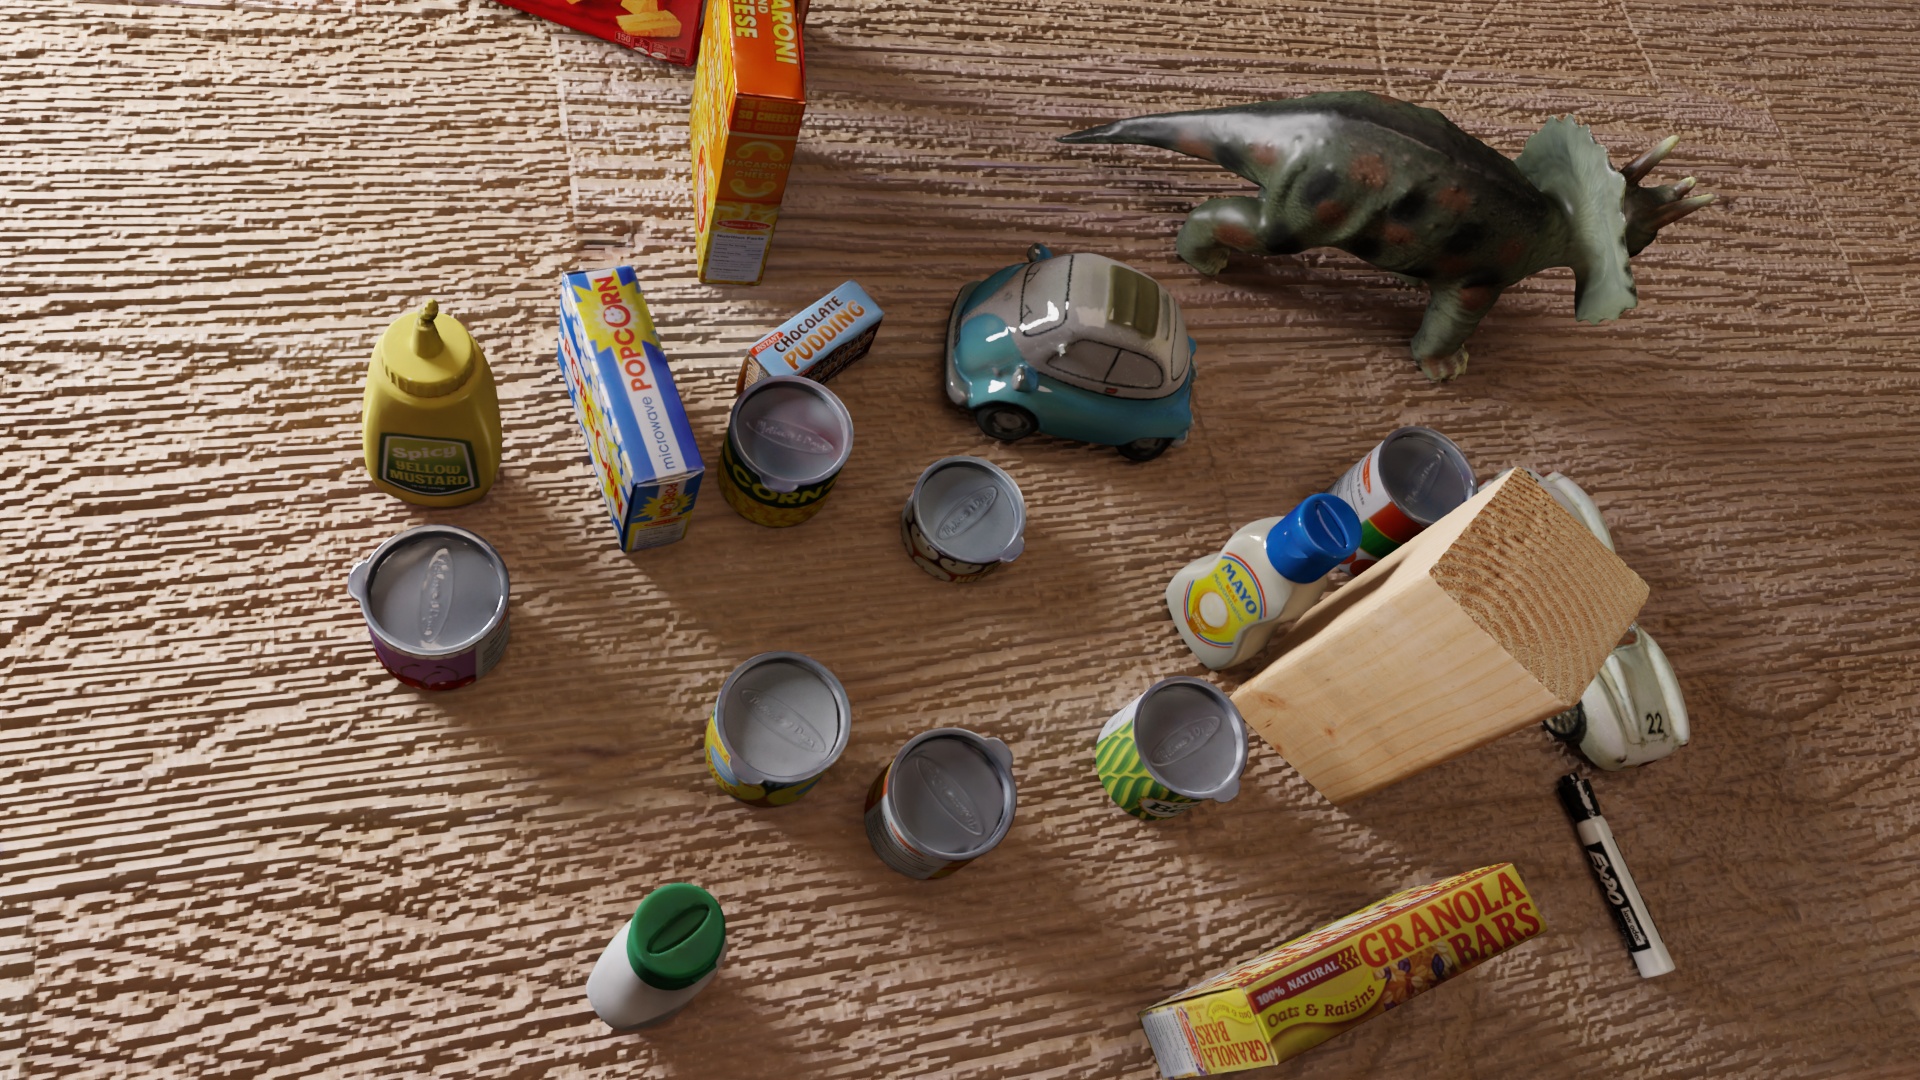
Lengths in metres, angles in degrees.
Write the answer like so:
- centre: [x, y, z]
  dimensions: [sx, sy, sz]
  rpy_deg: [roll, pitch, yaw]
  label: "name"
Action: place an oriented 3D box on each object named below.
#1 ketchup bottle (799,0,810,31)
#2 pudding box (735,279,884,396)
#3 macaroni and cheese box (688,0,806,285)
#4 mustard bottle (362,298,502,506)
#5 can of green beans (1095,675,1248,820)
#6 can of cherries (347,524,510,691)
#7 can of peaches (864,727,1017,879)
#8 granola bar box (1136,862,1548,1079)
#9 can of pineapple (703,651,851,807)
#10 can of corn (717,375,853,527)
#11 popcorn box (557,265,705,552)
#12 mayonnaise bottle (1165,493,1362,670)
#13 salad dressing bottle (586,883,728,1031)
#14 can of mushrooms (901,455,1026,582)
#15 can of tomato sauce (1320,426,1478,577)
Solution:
- centre: [-0.109, -0.353, 0.843]
  dimensions: [0.043, 0.148, 0.065]
  rpy_deg: [-8, 69, -21]
  label: "ketchup bottle"
- centre: [-0.086, -0.109, 0.795]
  dimensions: [0.084, 0.049, 0.030]
  rpy_deg: [-39, 83, -28]
  label: "pudding box"
- centre: [-0.122, -0.241, 0.778]
  dimensions: [0.040, 0.165, 0.124]
  rpy_deg: [0, 67, -18]
  label: "macaroni and cheese box"
- centre: [-0.252, -0.067, 0.660]
  dimensions: [0.065, 0.159, 0.049]
  rpy_deg: [4, 66, -16]
  label: "mustard bottle"
- centre: [0.113, 0.114, 0.752]
  dimensions: [0.071, 0.057, 0.071]
  rpy_deg: [7, 65, -15]
  label: "can of green beans"
- centre: [-0.255, 0.033, 0.671]
  dimensions: [0.071, 0.058, 0.072]
  rpy_deg: [7, 65, -15]
  label: "can of cherries"
- centre: [-0.009, 0.133, 0.704]
  dimensions: [0.071, 0.057, 0.071]
  rpy_deg: [7, 65, -15]
  label: "can of peaches"
- centre: [0.185, 0.214, 0.690]
  dimensions: [0.166, 0.123, 0.039]
  rpy_deg: [-16, 72, -23]
  label: "granola bar box"
- centre: [-0.094, 0.096, 0.694]
  dimensions: [0.071, 0.057, 0.071]
  rpy_deg: [7, 65, -15]
  label: "can of pineapple"
- centre: [-0.097, -0.045, 0.757]
  dimensions: [0.071, 0.058, 0.071]
  rpy_deg: [7, 65, -15]
  label: "can of corn"
- centre: [-0.175, -0.068, 0.728]
  dimensions: [0.038, 0.085, 0.127]
  rpy_deg: [-15, 72, -23]
  label: "popcorn box"
- centre: [0.165, 0.020, 0.759]
  dimensions: [0.041, 0.147, 0.065]
  rpy_deg: [-22, 75, -25]
  label: "mayonnaise bottle"
- centre: [-0.127, 0.177, 0.595]
  dimensions: [0.064, 0.147, 0.044]
  rpy_deg: [-33, 80, -27]
  label: "salad dressing bottle"
- centre: [0.003, -0.010, 0.787]
  dimensions: [0.071, 0.033, 0.071]
  rpy_deg: [7, 65, -15]
  label: "can of mushrooms"
- centre: [0.264, -0.021, 0.847]
  dimensions: [0.071, 0.082, 0.071]
  rpy_deg: [7, 65, -15]
  label: "can of tomato sauce"
